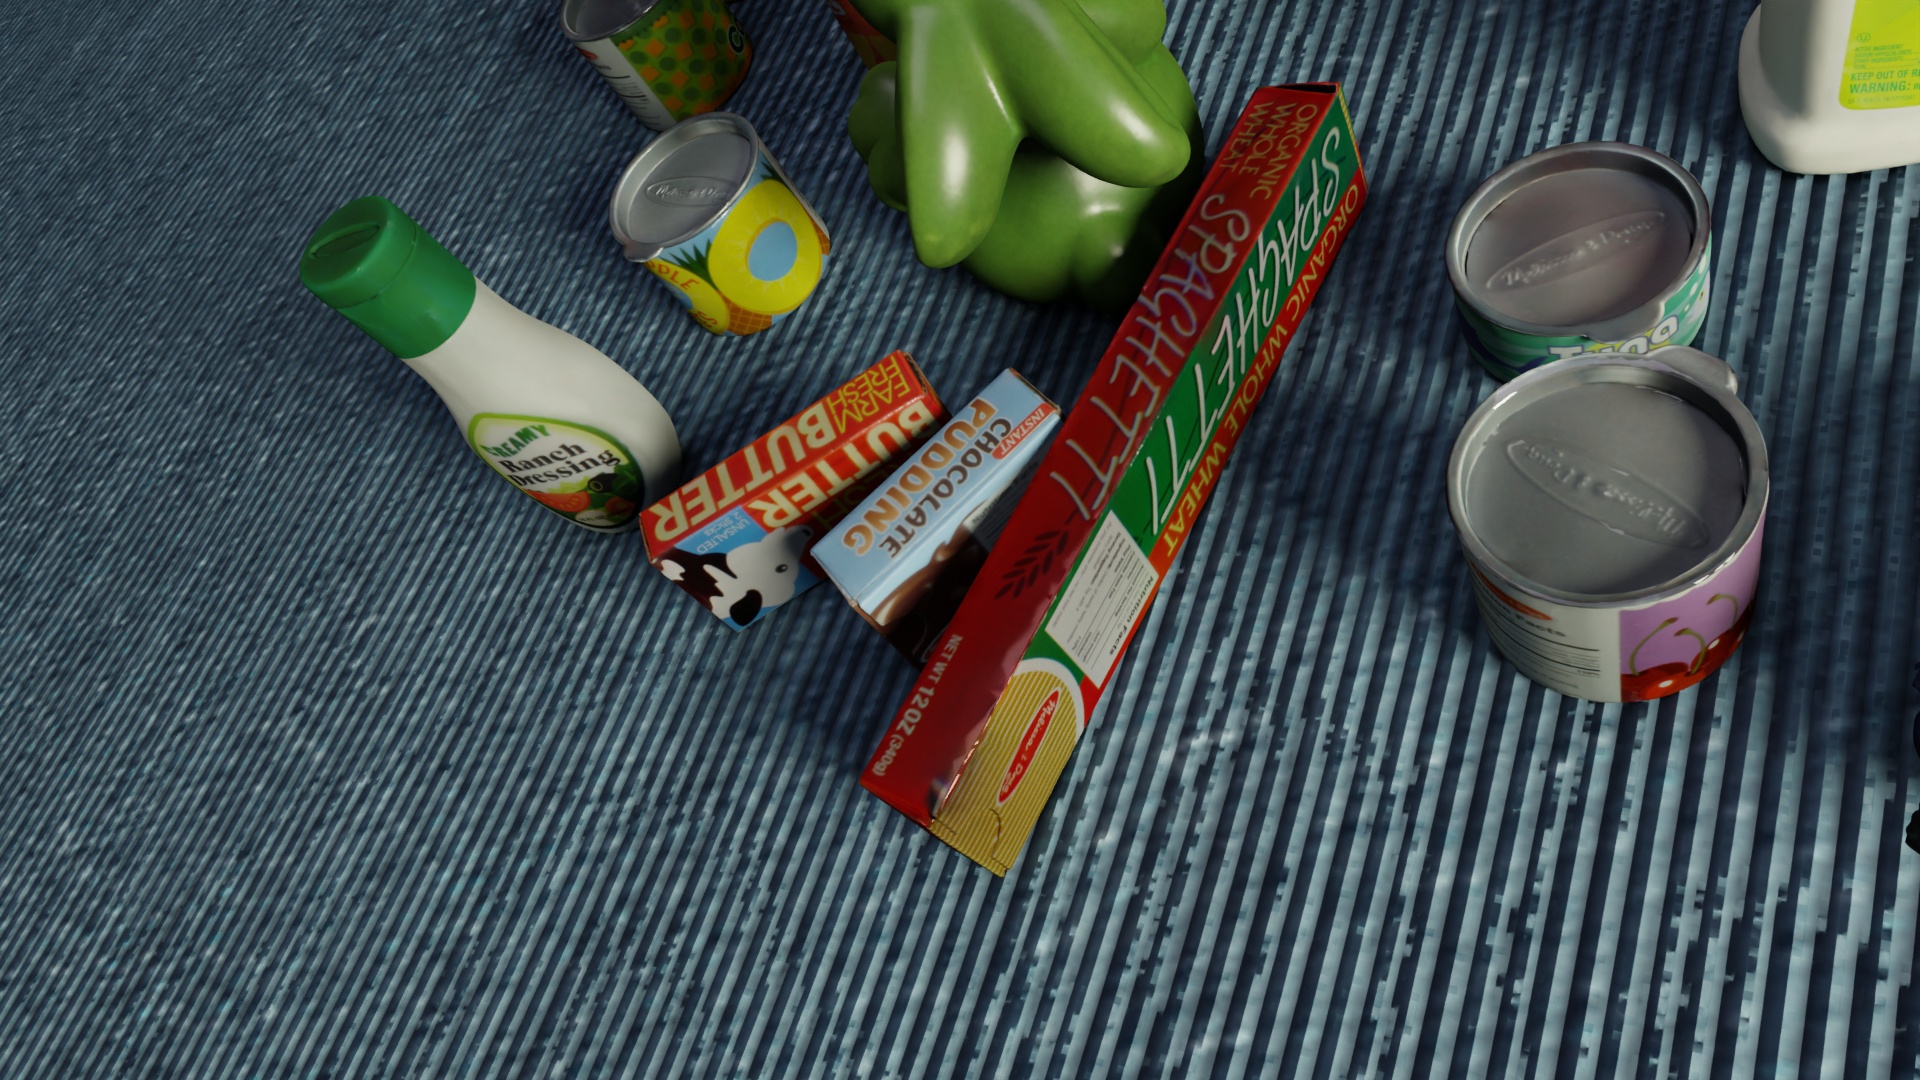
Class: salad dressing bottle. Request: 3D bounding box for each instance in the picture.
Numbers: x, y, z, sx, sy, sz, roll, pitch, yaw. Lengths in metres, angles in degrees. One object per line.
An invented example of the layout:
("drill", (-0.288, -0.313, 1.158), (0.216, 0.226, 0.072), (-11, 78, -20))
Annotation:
("salad dressing bottle", (-0.154, -0.056, 0.472), (0.064, 0.147, 0.044), (-11, 57, 22))

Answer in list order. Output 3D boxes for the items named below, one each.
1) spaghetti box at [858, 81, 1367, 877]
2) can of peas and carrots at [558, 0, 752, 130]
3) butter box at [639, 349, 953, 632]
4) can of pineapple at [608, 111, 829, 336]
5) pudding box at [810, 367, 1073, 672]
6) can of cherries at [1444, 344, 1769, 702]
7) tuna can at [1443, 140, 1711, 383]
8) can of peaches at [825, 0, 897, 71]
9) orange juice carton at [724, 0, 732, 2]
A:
("spaghetti box", (0.053, -0.025, 0.405), (0.029, 0.050, 0.251), (19, 72, 35))
("can of peas and carrots", (-0.134, -0.231, 0.627), (0.071, 0.058, 0.071), (-13, 56, 21))
("butter box", (-0.046, -0.015, 0.450), (0.103, 0.053, 0.024), (-32, 52, 8))
("can of pineapple", (-0.093, -0.120, 0.537), (0.071, 0.057, 0.071), (-13, 56, 21))
("pudding box", (0.002, -0.005, 0.421), (0.084, 0.049, 0.030), (-44, 51, -2))
("can of cherries", (0.156, -0.003, 0.331), (0.071, 0.058, 0.072), (-13, 56, 21))
("tuna can", (0.171, -0.073, 0.383), (0.071, 0.032, 0.071), (-13, 56, 21))
("can of peaches", (-0.025, -0.228, 0.568), (0.071, 0.058, 0.071), (-13, 56, 21))
("orange juice carton", (-0.129, -0.335, 0.602), (0.072, 0.192, 0.073), (0, 62, 28))
